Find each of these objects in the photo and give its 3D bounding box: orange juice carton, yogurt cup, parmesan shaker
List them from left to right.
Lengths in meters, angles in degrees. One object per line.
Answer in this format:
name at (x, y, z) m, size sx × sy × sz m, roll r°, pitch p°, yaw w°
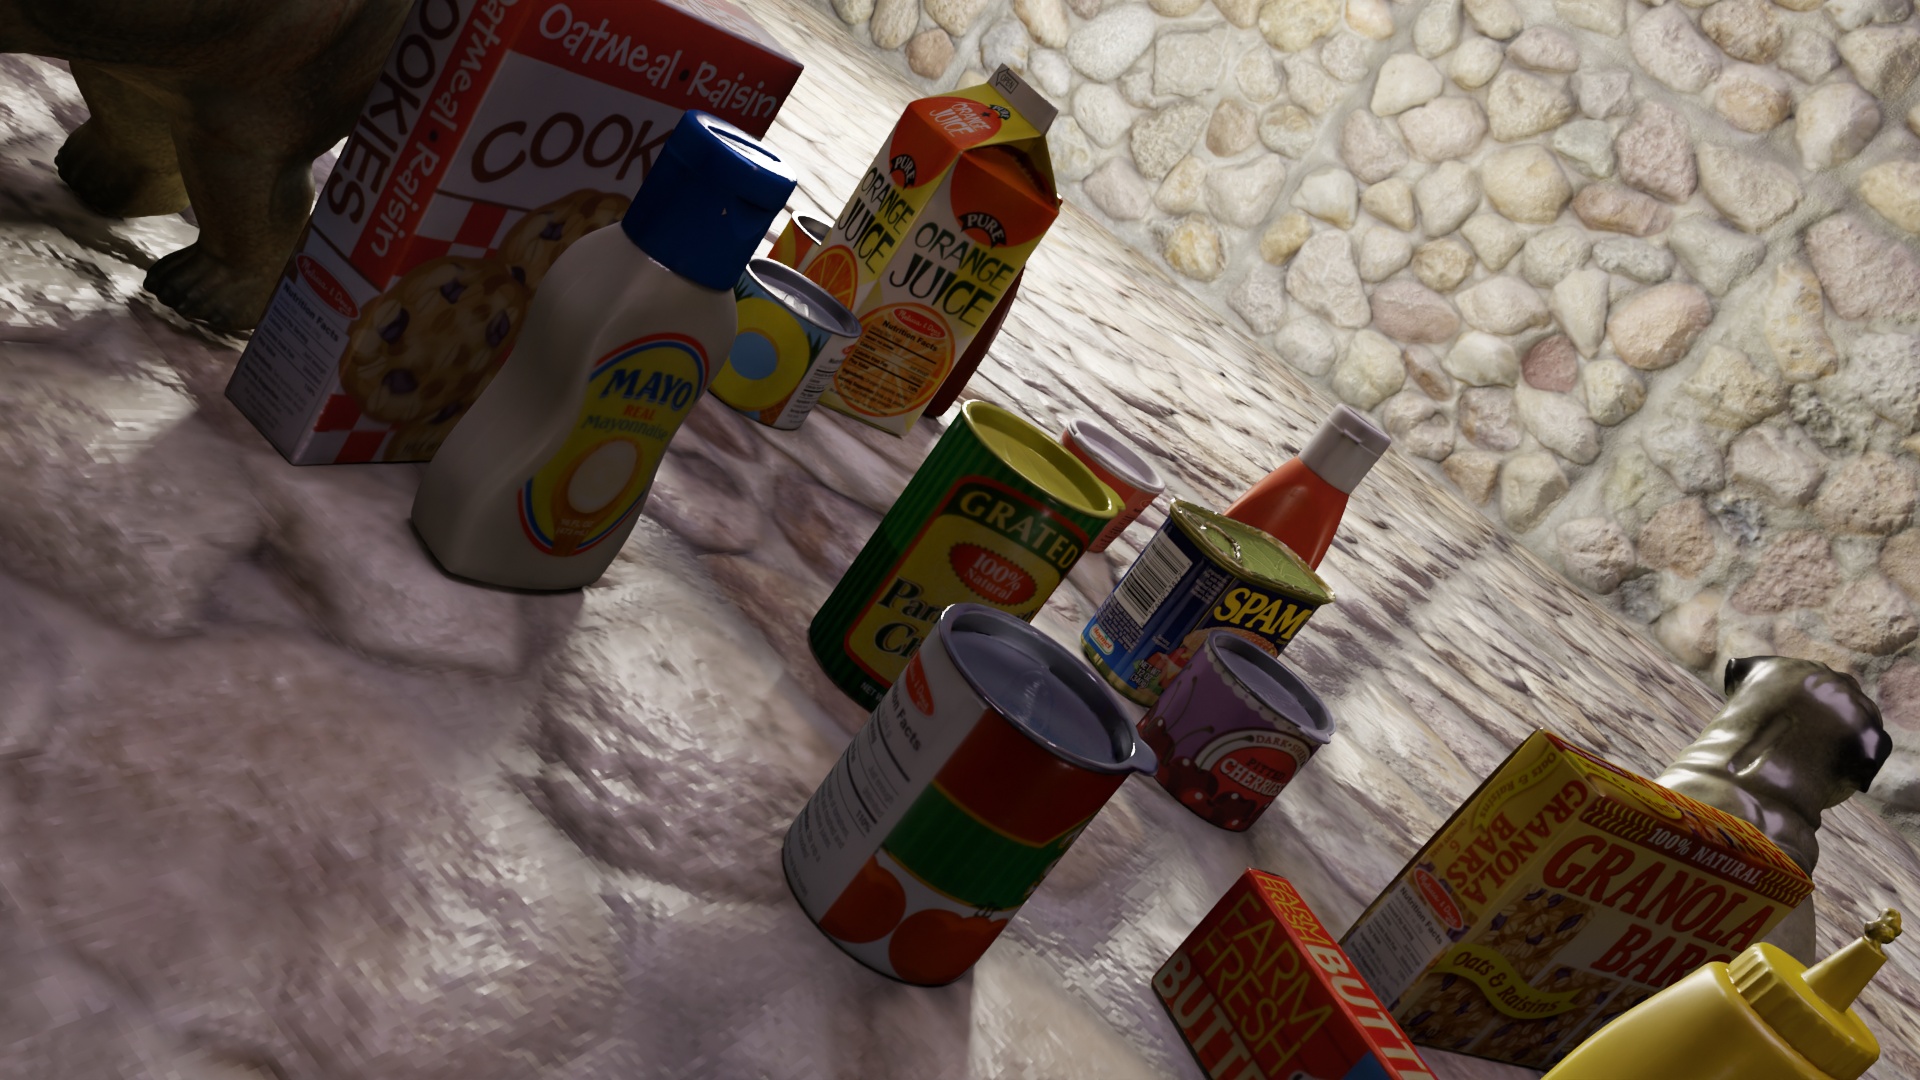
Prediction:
orange juice carton at (-0.017, -0.158, 0.738) m, size 0.073 × 0.192 × 0.072 m, roll 21°, pitch 23°, yaw -37°
parmesan shaker at (0.002, 0.011, 0.498) m, size 0.071 × 0.102 × 0.071 m, roll 32°, pitch 19°, yaw -12°
yogurt cup at (0.076, -0.030, 0.805) m, size 0.072 × 0.053 × 0.073 m, roll 32°, pitch 19°, yaw -12°

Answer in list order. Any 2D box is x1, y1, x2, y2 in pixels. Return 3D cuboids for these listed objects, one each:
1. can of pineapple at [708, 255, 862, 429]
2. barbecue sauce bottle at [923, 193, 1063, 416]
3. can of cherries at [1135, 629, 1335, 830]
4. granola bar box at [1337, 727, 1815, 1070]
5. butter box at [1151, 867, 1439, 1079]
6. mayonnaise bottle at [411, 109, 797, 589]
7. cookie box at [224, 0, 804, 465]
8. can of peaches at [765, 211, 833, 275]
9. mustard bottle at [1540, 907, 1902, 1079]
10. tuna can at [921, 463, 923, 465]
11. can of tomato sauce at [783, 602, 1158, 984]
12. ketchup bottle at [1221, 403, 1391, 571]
can of pineapple at (-0.091, -0.096, 0.669) m, size 0.071 × 0.057 × 0.071 m, roll 32°, pitch 19°, yaw -12°
barbecue sauce bottle at (0.005, -0.149, 0.821) m, size 0.065 × 0.148 × 0.044 m, roll 46°, pitch 21°, yaw 30°
can of cherries at (0.117, 0.082, 0.595) m, size 0.071 × 0.058 × 0.072 m, roll 32°, pitch 19°, yaw -12°
granola bar box at (0.241, 0.149, 0.545) m, size 0.165 × 0.124 × 0.039 m, roll 23°, pitch 22°, yaw -33°
butter box at (0.101, 0.152, 0.407) m, size 0.024 × 0.053 × 0.104 m, roll 21°, pitch 23°, yaw -38°
mayonnaise bottle at (-0.101, -0.053, 0.406) m, size 0.041 × 0.147 × 0.065 m, roll 46°, pitch 21°, yaw 30°
cookie box at (-0.135, -0.102, 0.436) m, size 0.040 × 0.167 × 0.123 m, roll 41°, pitch 19°, yaw 16°
can of peaches at (-0.085, -0.150, 0.812) m, size 0.071 × 0.058 × 0.071 m, roll 32°, pitch 19°, yaw -12°
mustard bottle at (0.209, 0.163, 0.398) m, size 0.065 × 0.159 × 0.049 m, roll 28°, pitch 20°, yaw -23°
tuna can at (0.002, -0.008, 0.657) m, size 0.071 × 0.032 × 0.071 m, roll 31°, pitch 19°, yaw -12°
can of tomato sauce at (0.001, 0.071, 0.384) m, size 0.071 × 0.083 × 0.071 m, roll 32°, pitch 19°, yaw -12°
ketchup bottle at (0.183, -0.008, 0.788) m, size 0.065 × 0.148 × 0.043 m, roll 40°, pitch 18°, yaw 12°
